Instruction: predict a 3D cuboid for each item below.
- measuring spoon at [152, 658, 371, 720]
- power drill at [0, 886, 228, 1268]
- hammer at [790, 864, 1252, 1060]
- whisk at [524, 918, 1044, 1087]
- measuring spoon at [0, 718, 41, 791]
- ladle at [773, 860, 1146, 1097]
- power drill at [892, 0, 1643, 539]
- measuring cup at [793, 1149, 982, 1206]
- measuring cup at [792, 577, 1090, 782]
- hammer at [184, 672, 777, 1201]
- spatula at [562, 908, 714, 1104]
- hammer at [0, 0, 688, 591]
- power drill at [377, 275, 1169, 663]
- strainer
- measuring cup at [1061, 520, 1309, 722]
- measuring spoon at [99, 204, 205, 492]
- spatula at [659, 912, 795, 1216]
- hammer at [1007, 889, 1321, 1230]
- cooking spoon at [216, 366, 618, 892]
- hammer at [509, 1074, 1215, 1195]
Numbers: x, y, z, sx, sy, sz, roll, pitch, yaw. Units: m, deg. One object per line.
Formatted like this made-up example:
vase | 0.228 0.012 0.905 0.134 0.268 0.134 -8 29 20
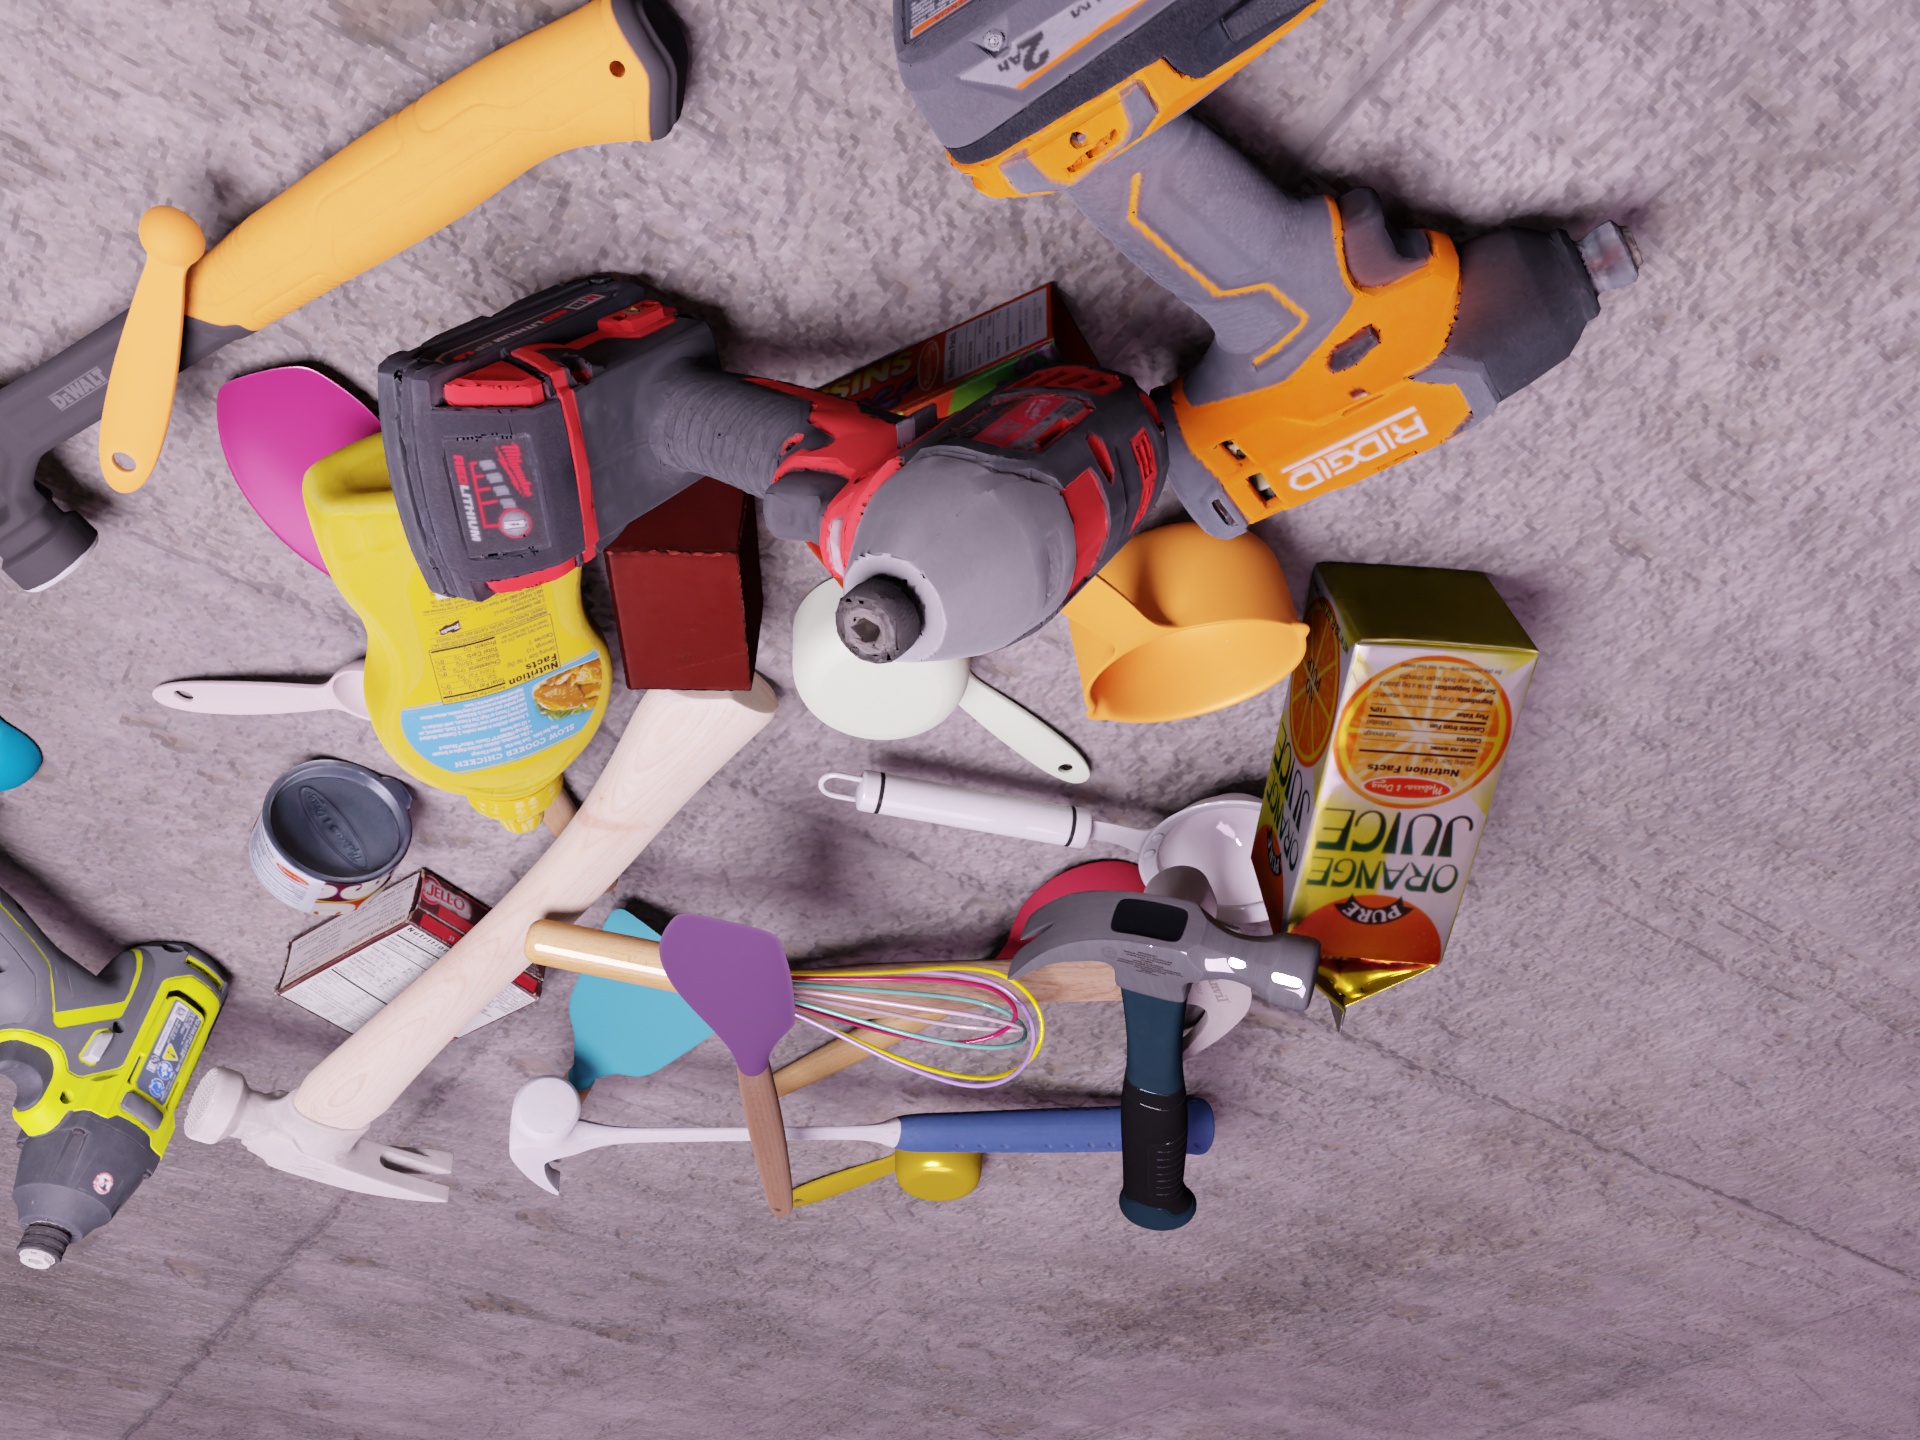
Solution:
measuring spoon | -0.299 -0.016 0.701 0.124 0.018 0.034 0 140 11
power drill | -0.468 0.142 0.762 0.080 0.171 0.223 -16 132 19
hammer | -0.014 0.137 0.812 0.331 0.031 0.129 -8 137 24
whisk | -0.080 0.123 0.744 0.245 0.051 0.047 12 118 -5
measuring spoon | -0.442 -0.008 0.701 0.042 0.021 0.128 7 139 -7
ladle | -0.018 0.158 0.878 0.069 0.031 0.315 34 130 -29
power drill | 0.101 -0.162 0.483 0.164 0.084 0.226 -24 137 24
measuring cup | -0.055 0.305 1.037 0.156 0.029 0.062 -25 132 24
measuring cup | -0.001 -0.002 0.688 0.167 0.038 0.083 34 128 -31
hammer | -0.218 0.115 0.779 0.146 0.038 0.410 30 121 -32
spatula | -0.215 0.207 0.918 0.082 0.044 0.317 41 142 1
hammer | -0.238 -0.153 0.523 0.337 0.034 0.127 -21 126 20
power drill | -0.061 -0.073 0.485 0.220 0.143 0.078 14 125 25
strainer | 0.062 0.048 0.734 0.258 0.050 0.086 11 134 -11
measuring cup | 0.063 -0.051 0.589 0.095 0.052 0.173 -24 152 26
measuring spoon | -0.269 -0.117 0.524 0.021 0.011 0.117 23 128 -16
spatula | -0.100 0.175 0.763 0.060 0.018 0.315 11 143 8
hammer | 0.095 0.177 0.764 0.128 0.033 0.330 13 146 16
cooking spoon | -0.215 -0.022 0.686 0.069 0.017 0.318 -10 136 9
hammer | -0.050 0.237 0.914 0.405 0.035 0.144 4 152 -16
